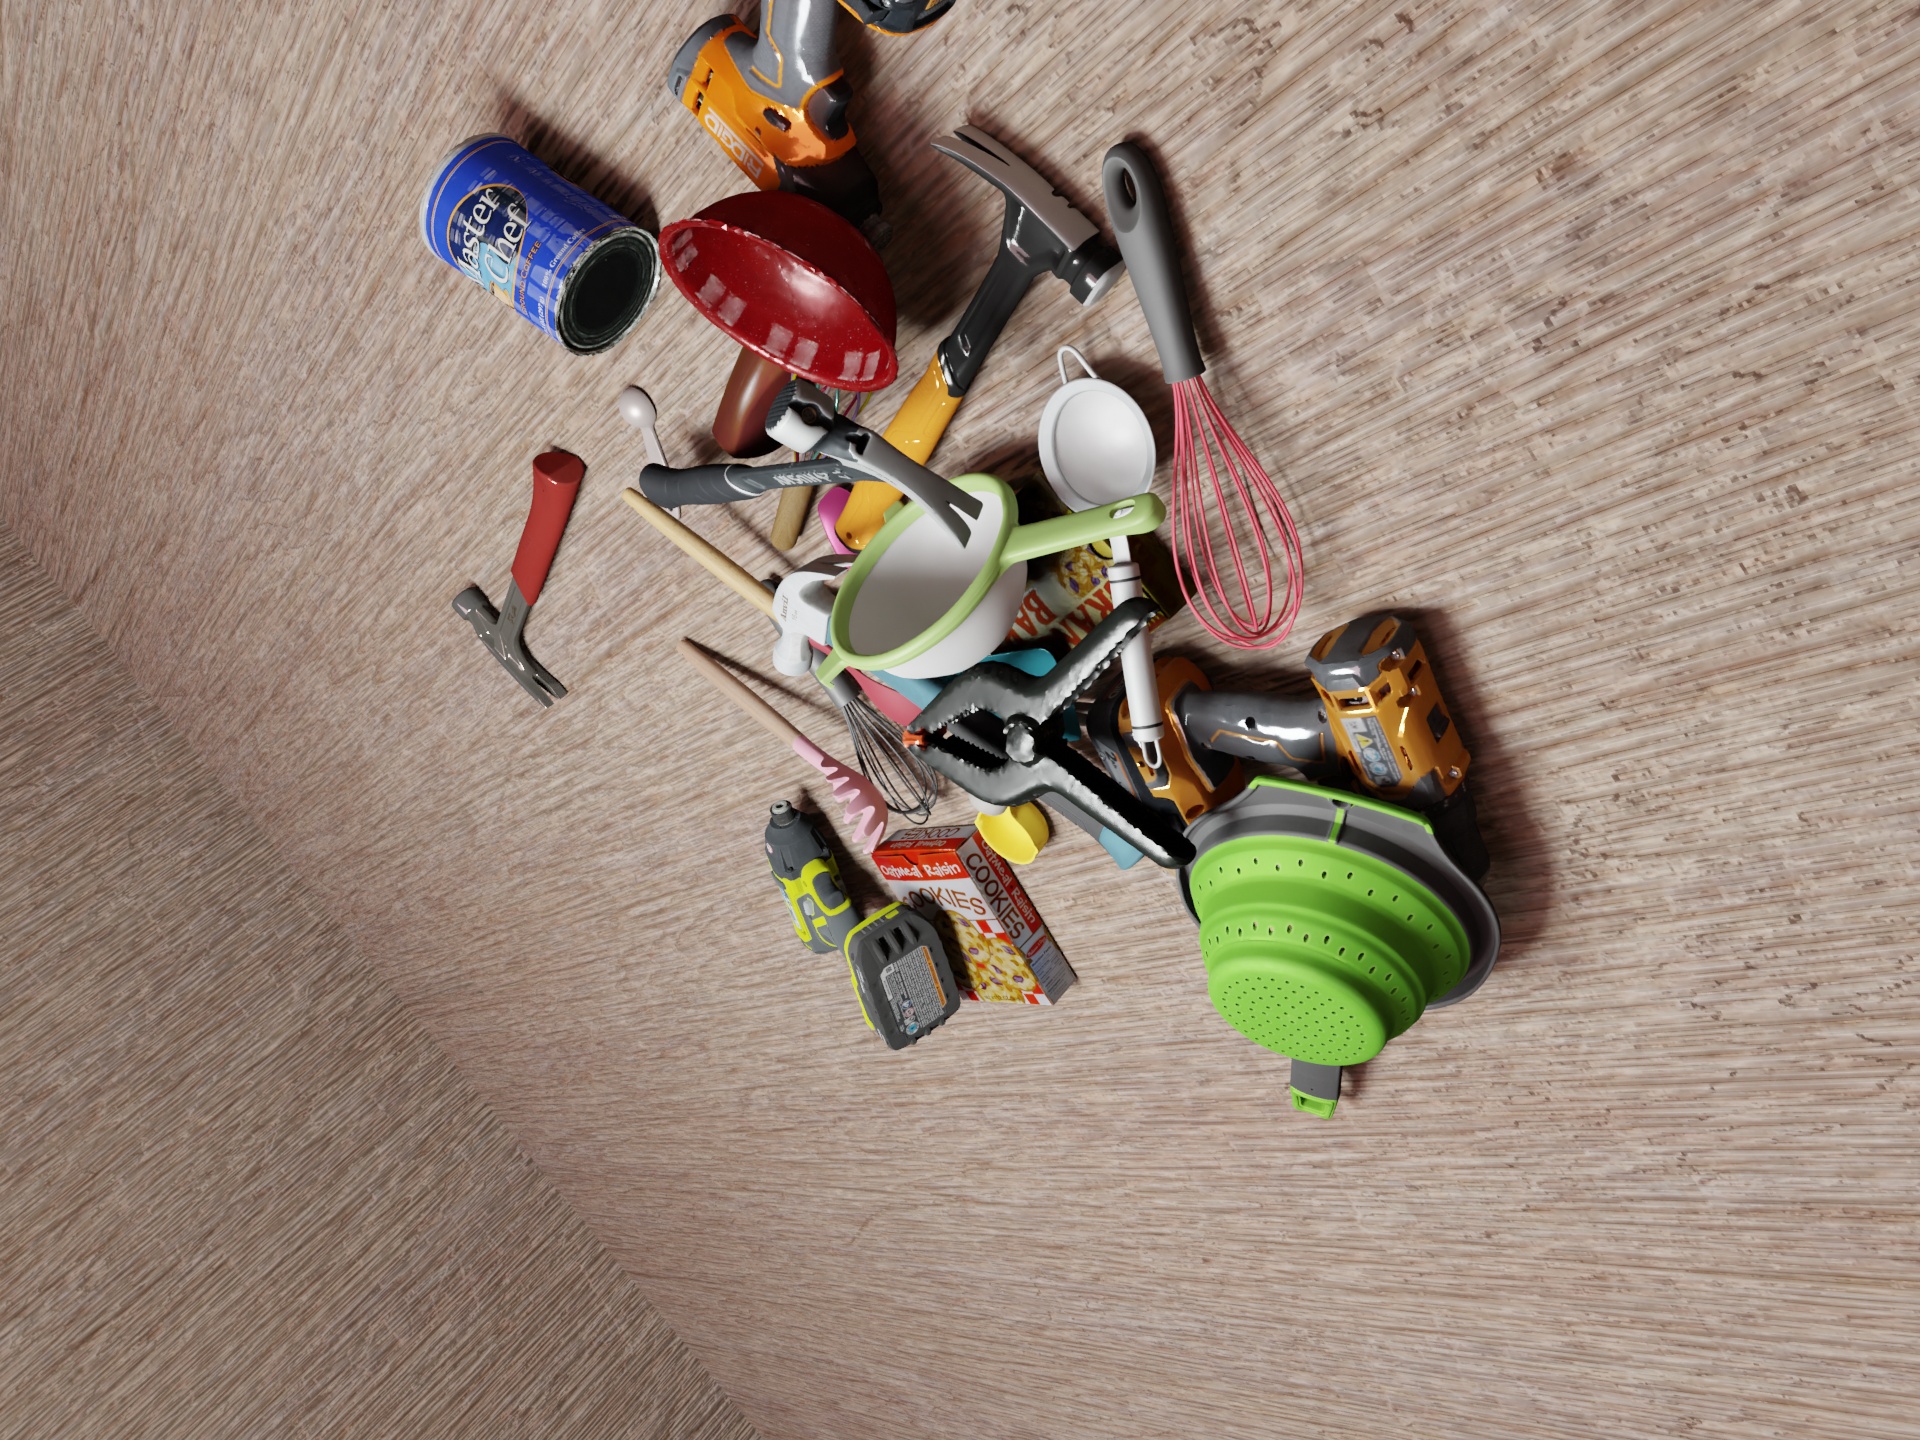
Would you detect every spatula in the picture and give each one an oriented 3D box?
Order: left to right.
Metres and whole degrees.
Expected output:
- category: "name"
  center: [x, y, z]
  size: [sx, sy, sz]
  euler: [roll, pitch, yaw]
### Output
- category: "spatula"
  center: [-0.036, -0.057, 1.170]
  size: [0.318, 0.044, 0.082]
  euler: [30, 151, 47]

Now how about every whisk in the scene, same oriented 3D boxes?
- category: "whisk"
  center: [-0.105, -0.185, 1.130]
  size: [0.245, 0.047, 0.051]
  euler: [122, 130, -63]
- category: "whisk"
  center: [-0.094, -0.015, 1.298]
  size: [0.239, 0.055, 0.055]
  euler: [55, 145, -4]
- category: "whisk"
  center: [0.132, -0.174, 0.888]
  size: [0.073, 0.073, 0.295]
  euler: [1, 118, 47]

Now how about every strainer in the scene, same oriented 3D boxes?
- category: "strainer"
  center: [0.031, -0.087, 0.973]
  size: [0.256, 0.152, 0.069]
  euler: [-10, 139, 42]
- category: "strainer"
  center: [0.097, -0.097, 0.958]
  size: [0.087, 0.050, 0.258]
  euler: [-2, 101, 45]

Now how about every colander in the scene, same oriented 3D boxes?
- category: "colander"
  center: [0.227, 0.196, 1.035]
  size: [0.204, 0.094, 0.396]
  euler: [14, 145, 21]

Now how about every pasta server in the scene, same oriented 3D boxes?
- category: "pasta server"
  center: [-0.158, 0.010, 1.345]
  size: [0.316, 0.040, 0.060]
  euler: [37, 157, 38]

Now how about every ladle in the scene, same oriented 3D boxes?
- category: "ladle"
  center: [-0.139, -0.085, 1.245]
  size: [0.315, 0.031, 0.069]
  euler: [37, 177, 3]

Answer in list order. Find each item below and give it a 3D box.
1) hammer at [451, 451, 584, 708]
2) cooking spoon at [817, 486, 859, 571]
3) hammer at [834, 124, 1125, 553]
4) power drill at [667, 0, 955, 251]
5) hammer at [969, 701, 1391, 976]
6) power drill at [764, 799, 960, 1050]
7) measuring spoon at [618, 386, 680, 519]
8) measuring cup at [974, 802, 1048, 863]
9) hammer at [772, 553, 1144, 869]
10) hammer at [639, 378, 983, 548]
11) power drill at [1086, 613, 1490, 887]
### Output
- category: "hammer"
  center: [-0.404, -0.139, 1.518]
  size: [0.149, 0.037, 0.359]
  euler: [47, 146, 1]
- category: "cooking spoon"
  center: [0.003, -0.045, 1.186]
  size: [0.319, 0.017, 0.068]
  euler: [50, 143, -3]
- category: "hammer"
  center: [-0.019, -0.216, 1.015]
  size: [0.127, 0.034, 0.336]
  euler: [44, 143, 4]
- category: "power drill"
  center: [-0.072, -0.374, 0.889]
  size: [0.164, 0.084, 0.226]
  euler: [47, 150, 0]
- category: "hammer"
  center: [0.162, 0.098, 1.126]
  size: [0.331, 0.031, 0.130]
  euler: [34, 131, 11]
- category: "power drill"
  center: [-0.101, 0.177, 1.428]
  size: [0.223, 0.080, 0.171]
  euler: [38, 152, 47]
- category: "measuring spoon"
  center: [-0.253, -0.213, 1.296]
  size: [0.034, 0.018, 0.124]
  euler: [19, 137, 35]
- category: "measuring cup"
  center: [0.038, 0.047, 1.228]
  size: [0.062, 0.029, 0.156]
  euler: [22, 139, 31]
- category: "hammer"
  center: [-0.002, -0.003, 1.083]
  size: [0.331, 0.033, 0.128]
  euler: [36, 140, 21]
- category: "hammer"
  center: [-0.132, -0.162, 1.073]
  size: [0.149, 0.036, 0.409]
  euler: [27, 172, -28]
- category: "power drill"
  center: [0.210, 0.033, 0.991]
  size: [0.226, 0.084, 0.185]
  euler: [-7, 121, 45]
